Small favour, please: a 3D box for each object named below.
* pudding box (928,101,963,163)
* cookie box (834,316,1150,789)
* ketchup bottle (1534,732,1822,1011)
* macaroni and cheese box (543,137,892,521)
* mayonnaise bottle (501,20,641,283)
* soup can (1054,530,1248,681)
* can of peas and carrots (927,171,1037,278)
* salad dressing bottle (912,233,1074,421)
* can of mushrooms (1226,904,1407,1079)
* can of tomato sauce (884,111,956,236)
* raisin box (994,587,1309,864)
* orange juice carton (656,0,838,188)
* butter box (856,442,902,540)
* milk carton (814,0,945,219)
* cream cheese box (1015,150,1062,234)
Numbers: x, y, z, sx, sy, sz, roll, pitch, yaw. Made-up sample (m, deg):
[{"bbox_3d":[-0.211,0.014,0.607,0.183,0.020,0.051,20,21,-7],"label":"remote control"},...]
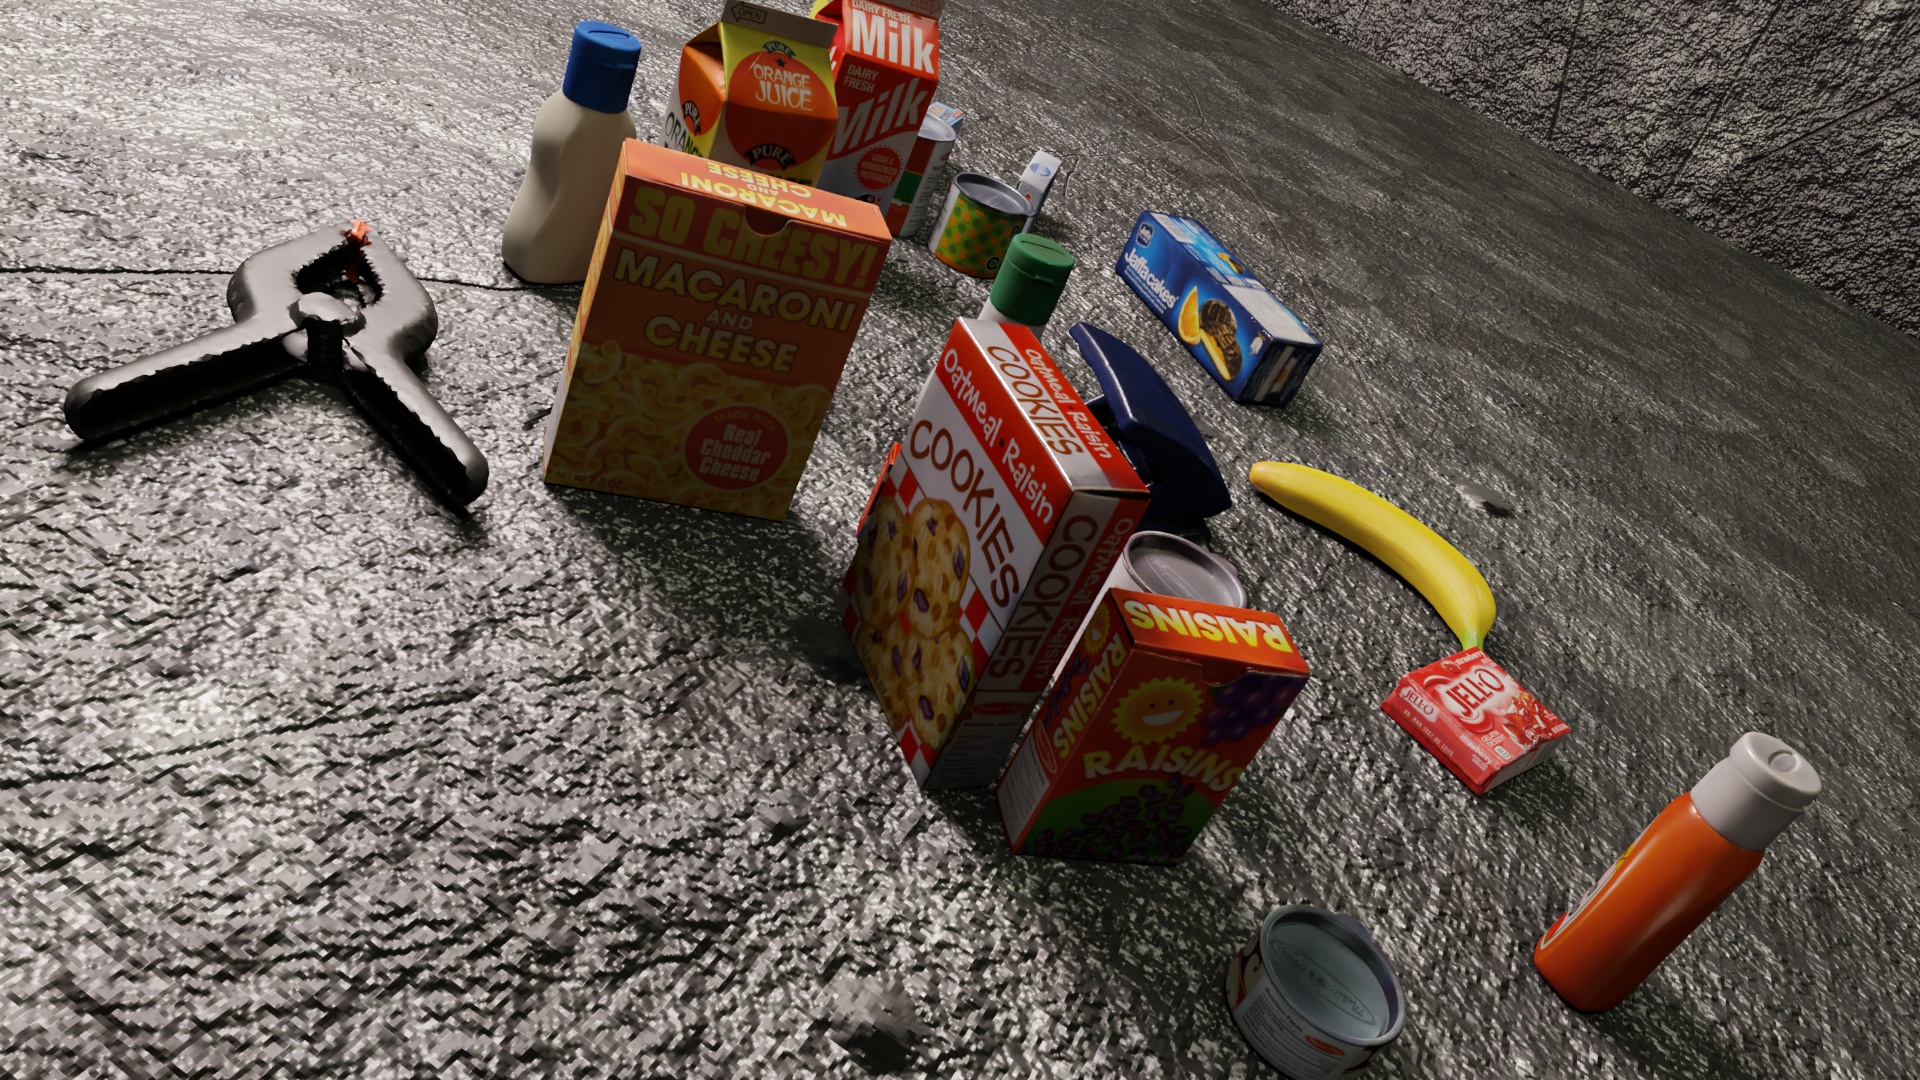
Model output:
[{"bbox_3d":[-0.028,-0.344,1.198,0.030,0.049,0.084,27,32,3],"label":"pudding box"},{"bbox_3d":[0.007,0.006,0.604,0.040,0.166,0.123,4,38,-31],"label":"cookie box"},{"bbox_3d":[0.325,0.151,0.631,0.065,0.148,0.043,-10,46,-43],"label":"ketchup bottle"},{"bbox_3d":[-0.118,-0.092,0.661,0.124,0.165,0.040,10,35,-24],"label":"macaroni and cheese box"},{"bbox_3d":[-0.218,-0.219,0.794,0.041,0.147,0.065,41,35,23],"label":"mayonnaise bottle"},{"bbox_3d":[0.094,0.048,0.682,0.071,0.083,0.072,18,33,-12],"label":"soup can"},{"bbox_3d":[0.017,-0.243,1.074,0.071,0.058,0.071,18,33,-12],"label":"can of peas and carrots"},{"bbox_3d":[0.019,-0.101,0.786,0.064,0.147,0.044,13,34,-19],"label":"salad dressing bottle"},{"bbox_3d":[0.145,0.184,0.567,0.071,0.033,0.071,18,33,-12],"label":"can of mushrooms"},{"bbox_3d":[-0.050,-0.287,1.069,0.071,0.082,0.071,18,33,-12],"label":"can of tomato sauce"},{"bbox_3d":[0.078,0.082,0.585,0.086,0.122,0.040,11,35,-23],"label":"raisin box"},{"bbox_3d":[-0.131,-0.216,0.806,0.072,0.191,0.073,0,40,-35],"label":"orange juice carton"},{"bbox_3d":[0.003,-0.009,0.731,0.103,0.052,0.024,19,32,-10],"label":"butter box"},{"bbox_3d":[-0.075,-0.289,0.953,0.072,0.189,0.074,5,37,-29],"label":"milk carton"},{"bbox_3d":[0.059,-0.290,1.176,0.024,0.053,0.104,25,32,-1],"label":"cream cheese box"}]
